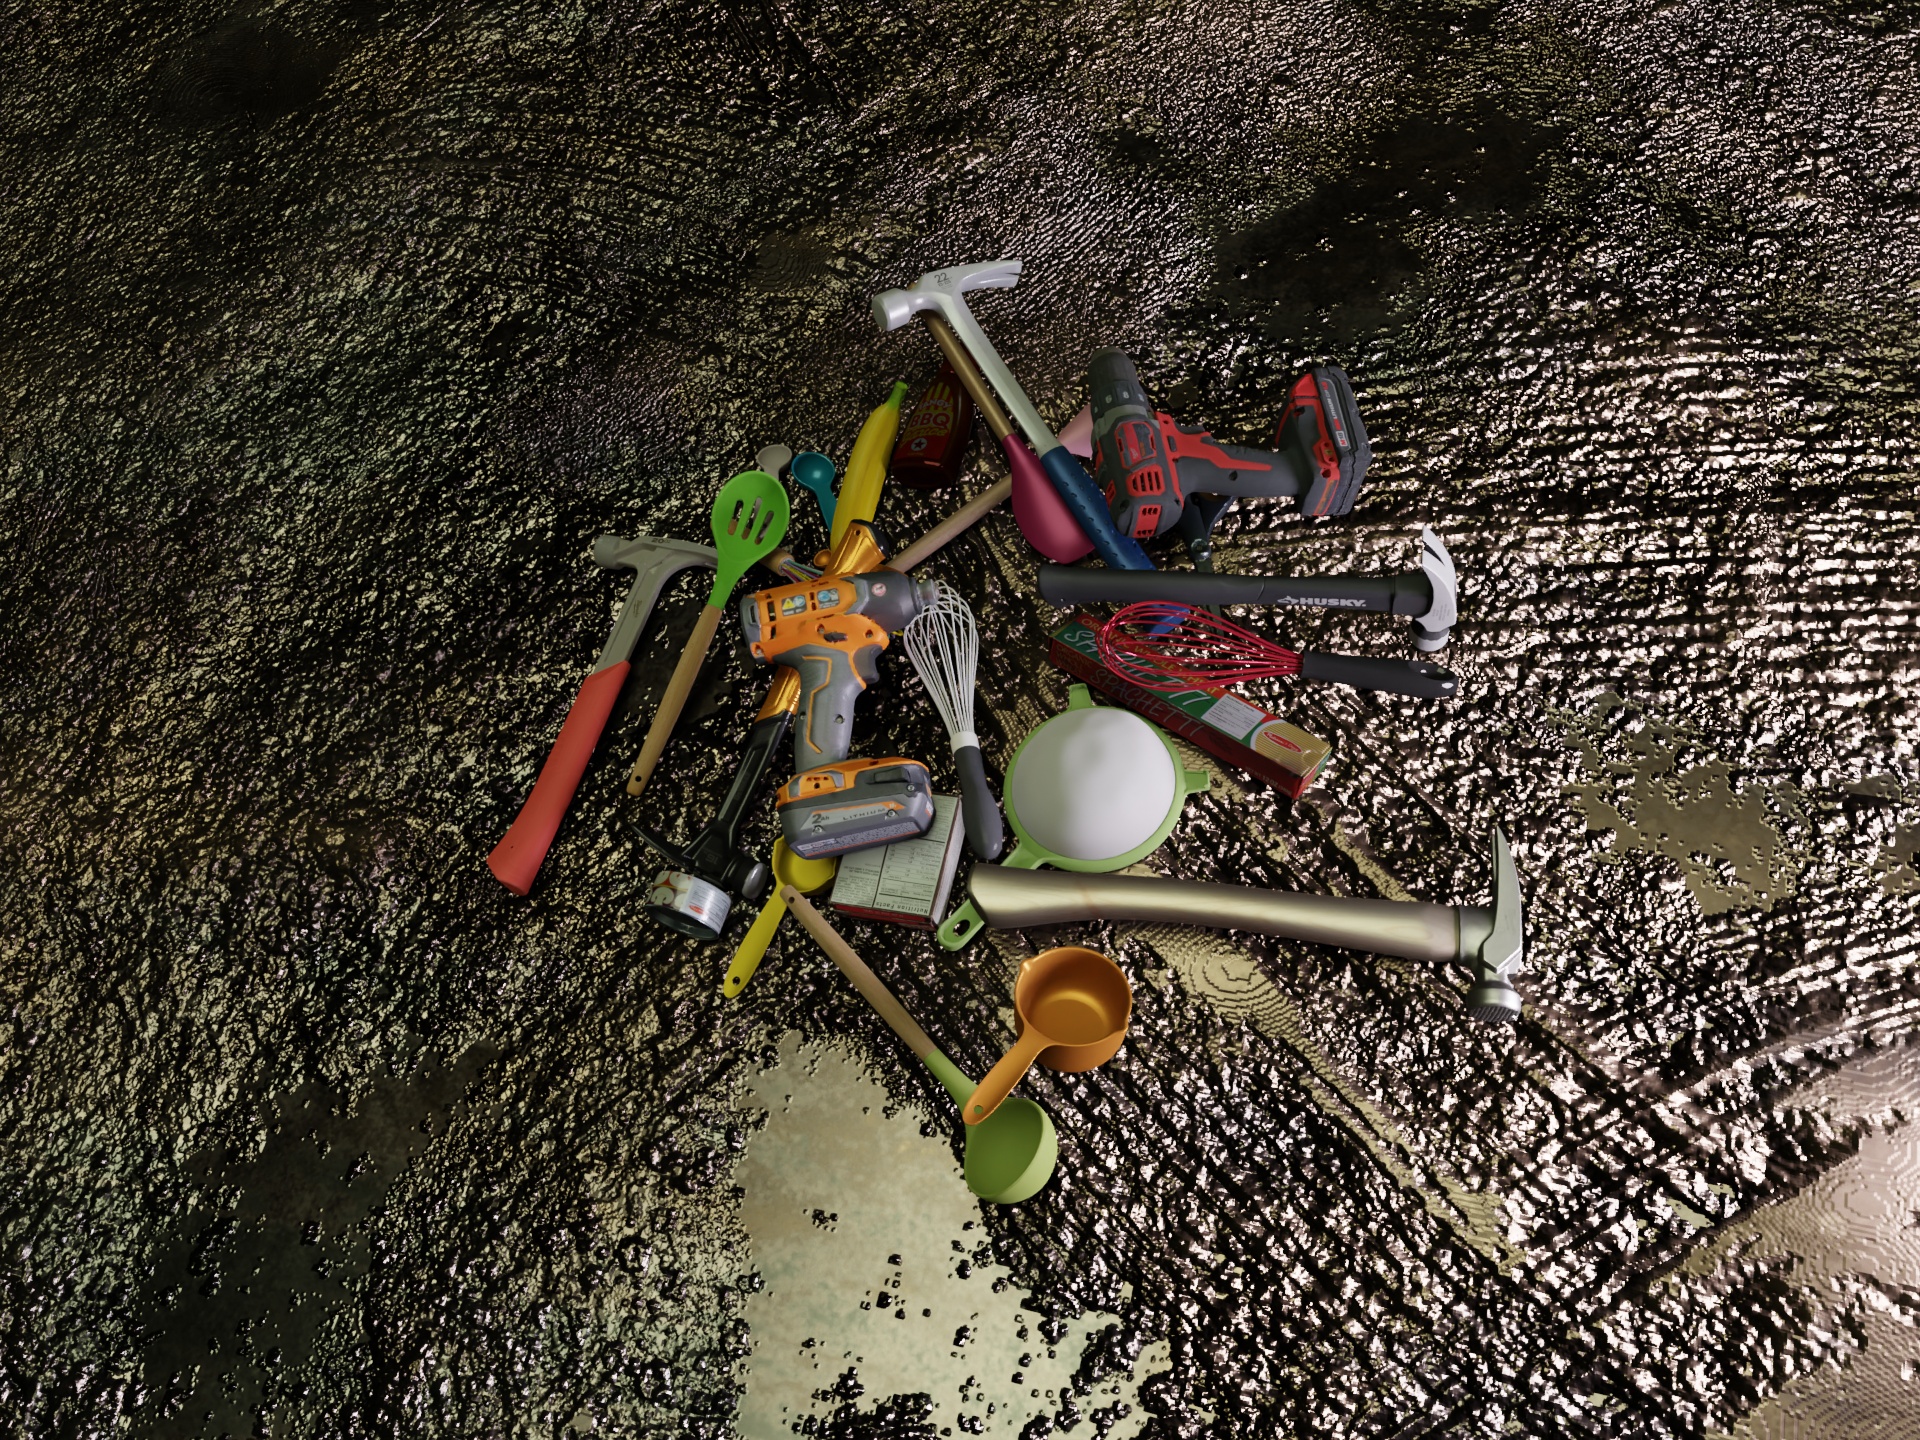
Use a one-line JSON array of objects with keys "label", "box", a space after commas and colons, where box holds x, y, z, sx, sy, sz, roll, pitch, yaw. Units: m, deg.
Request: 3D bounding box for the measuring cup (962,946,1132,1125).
[{"label": "measuring cup", "box": [0.057, 0.245, 1.173, 0.095, 0.052, 0.174, 30, 55, 24]}]

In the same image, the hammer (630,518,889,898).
[{"label": "hammer", "box": [-0.156, -0.023, 1.363, 0.127, 0.034, 0.337, 22, 81, 23]}]

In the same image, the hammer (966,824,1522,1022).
[{"label": "hammer", "box": [0.211, 0.134, 1.207, 0.410, 0.038, 0.146, 5, 62, 9]}]

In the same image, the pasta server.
[{"label": "pasta server", "box": [0.043, -0.209, 1.461, 0.316, 0.040, 0.060, -36, 61, -3]}]

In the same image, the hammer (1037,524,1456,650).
[{"label": "hammer", "box": [0.228, -0.108, 1.284, 0.335, 0.146, 0.035, 3, 66, 12]}]

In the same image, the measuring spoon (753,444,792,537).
[{"label": "measuring spoon", "box": [-0.181, -0.214, 1.508, 0.034, 0.018, 0.124, -1, 52, 6]}]

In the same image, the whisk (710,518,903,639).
[{"label": "whisk", "box": [-0.143, -0.130, 1.457, 0.245, 0.051, 0.047, 33, 39, 30]}]

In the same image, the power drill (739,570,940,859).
[{"label": "power drill", "box": [-0.083, -0.015, 1.287, 0.164, 0.084, 0.227, -13, 71, 5]}]

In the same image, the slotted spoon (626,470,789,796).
[{"label": "slotted spoon", "box": [-0.233, -0.079, 1.427, 0.070, 0.031, 0.314, 22, 79, -1]}]

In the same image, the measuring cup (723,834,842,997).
[{"label": "measuring cup", "box": [-0.149, 0.160, 1.313, 0.062, 0.029, 0.156, 27, 83, 23]}]

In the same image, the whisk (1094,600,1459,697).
[{"label": "whisk", "box": [0.255, -0.049, 1.283, 0.296, 0.073, 0.073, 8, 64, 0]}]

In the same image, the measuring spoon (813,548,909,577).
[{"label": "measuring spoon", "box": [-0.088, -0.135, 1.445, 0.117, 0.011, 0.021, 20, 68, 35]}]

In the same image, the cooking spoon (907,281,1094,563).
[{"label": "cooking spoon", "box": [0.031, -0.277, 1.452, 0.069, 0.017, 0.319, -30, 73, 0]}]

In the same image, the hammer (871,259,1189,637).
[{"label": "hammer", "box": [0.081, -0.249, 1.415, 0.144, 0.035, 0.406, -26, 72, -18]}]

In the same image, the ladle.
[{"label": "ladle", "box": [-0.044, 0.235, 1.212, 0.078, 0.062, 0.320, -47, 64, 2]}]

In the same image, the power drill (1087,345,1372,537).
[{"label": "power drill", "box": [0.222, -0.251, 1.377, 0.226, 0.080, 0.188, -6, 61, -6]}]

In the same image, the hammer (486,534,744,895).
[{"label": "hammer", "box": [-0.323, -0.010, 1.432, 0.149, 0.036, 0.359, 11, 65, 18]}]

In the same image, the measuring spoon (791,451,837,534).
[{"label": "measuring spoon", "box": [-0.125, -0.197, 1.499, 0.042, 0.021, 0.129, -15, 66, -22]}]

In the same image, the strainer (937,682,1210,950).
[{"label": "strainer", "box": [0.068, 0.079, 1.273, 0.152, 0.069, 0.256, 37, 74, 27]}]

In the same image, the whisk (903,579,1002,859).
[{"label": "whisk", "box": [-0.002, -0.005, 1.323, 0.070, 0.070, 0.285, -16, 53, 4]}]
